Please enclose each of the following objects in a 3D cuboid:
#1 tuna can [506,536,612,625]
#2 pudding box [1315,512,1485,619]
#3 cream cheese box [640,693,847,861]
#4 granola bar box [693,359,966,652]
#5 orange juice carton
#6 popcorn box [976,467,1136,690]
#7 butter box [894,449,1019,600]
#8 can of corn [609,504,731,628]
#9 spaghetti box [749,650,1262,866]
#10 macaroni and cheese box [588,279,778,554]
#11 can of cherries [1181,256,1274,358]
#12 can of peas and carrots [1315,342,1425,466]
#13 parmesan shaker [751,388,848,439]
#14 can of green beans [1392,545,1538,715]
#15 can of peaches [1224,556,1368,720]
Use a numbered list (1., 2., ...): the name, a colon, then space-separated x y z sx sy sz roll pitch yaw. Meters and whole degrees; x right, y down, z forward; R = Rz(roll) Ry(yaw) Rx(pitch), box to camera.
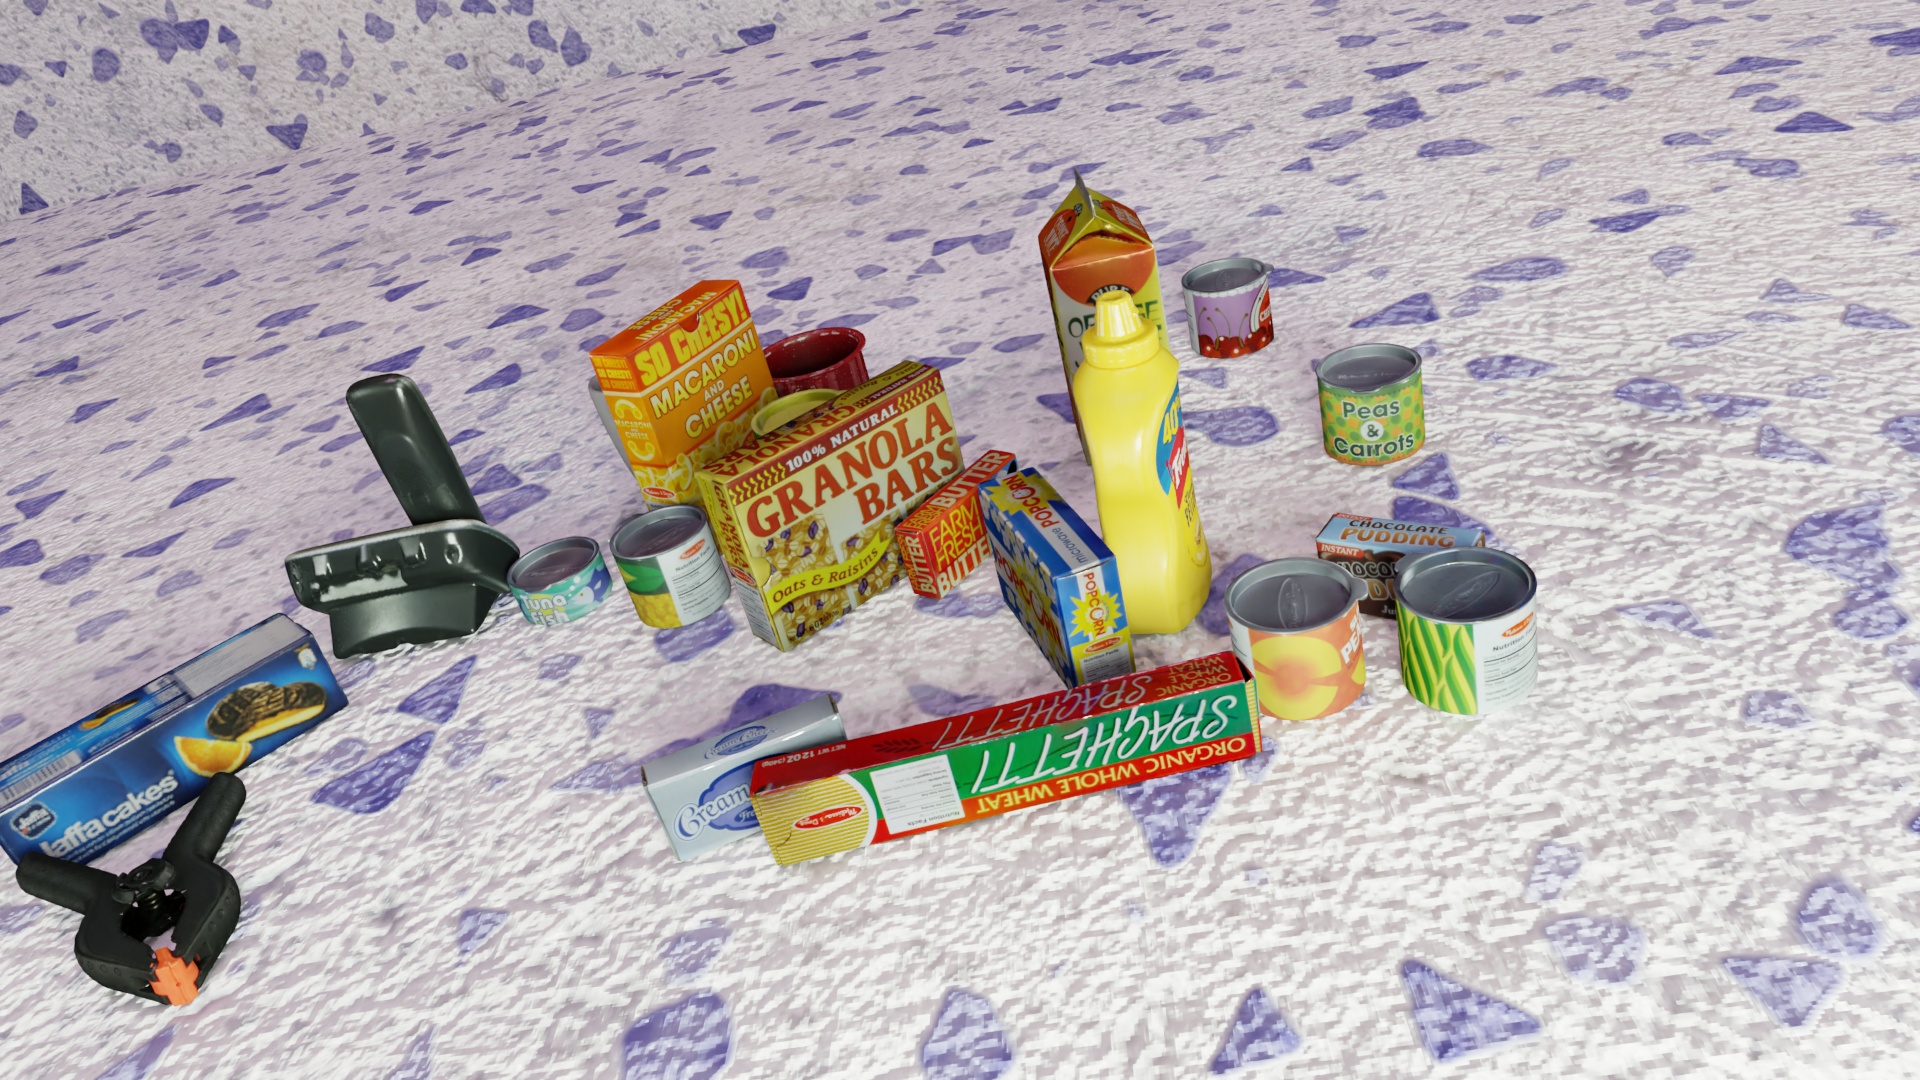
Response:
1. tuna can: -0.280 0.029 0.969 0.071 0.032 0.071 -11 30 6
2. pudding box: 0.239 0.016 0.750 0.084 0.049 0.030 10 38 36
3. cream cheese box: -0.106 0.122 0.716 0.104 0.053 0.024 -20 30 -9
4. granola bar box: -0.072 -0.024 0.877 0.166 0.123 0.039 -32 34 -28
5. orange juice carton: 0.101 -0.157 0.958 0.073 0.191 0.072 -13 30 4
6. popcorn box: 0.054 0.023 0.783 0.038 0.084 0.127 -20 30 -10
7. butter box: 0.003 -0.011 0.895 0.024 0.053 0.104 12 39 38
8. can of corn: -0.194 0.017 0.928 0.071 0.058 0.071 -11 30 6
9. spaghetti box: 0.024 0.108 0.688 0.250 0.050 0.029 -14 30 2
10. macaroni and cheese box: -0.181 -0.084 0.984 0.040 0.165 0.124 7 36 33
11. can of cherries: 0.212 -0.182 1.087 0.071 0.058 0.072 -11 30 6
12. can of peas and carrots: 0.267 -0.087 0.903 0.071 0.058 0.071 -11 30 6
13. parmesan shaker: -0.092 -0.043 0.940 0.071 0.102 0.071 -11 30 6
14. can of green beans: 0.251 0.044 0.689 0.071 0.057 0.071 -11 30 6
15. can of peaches: 0.174 0.050 0.712 0.071 0.057 0.071 -11 30 6
